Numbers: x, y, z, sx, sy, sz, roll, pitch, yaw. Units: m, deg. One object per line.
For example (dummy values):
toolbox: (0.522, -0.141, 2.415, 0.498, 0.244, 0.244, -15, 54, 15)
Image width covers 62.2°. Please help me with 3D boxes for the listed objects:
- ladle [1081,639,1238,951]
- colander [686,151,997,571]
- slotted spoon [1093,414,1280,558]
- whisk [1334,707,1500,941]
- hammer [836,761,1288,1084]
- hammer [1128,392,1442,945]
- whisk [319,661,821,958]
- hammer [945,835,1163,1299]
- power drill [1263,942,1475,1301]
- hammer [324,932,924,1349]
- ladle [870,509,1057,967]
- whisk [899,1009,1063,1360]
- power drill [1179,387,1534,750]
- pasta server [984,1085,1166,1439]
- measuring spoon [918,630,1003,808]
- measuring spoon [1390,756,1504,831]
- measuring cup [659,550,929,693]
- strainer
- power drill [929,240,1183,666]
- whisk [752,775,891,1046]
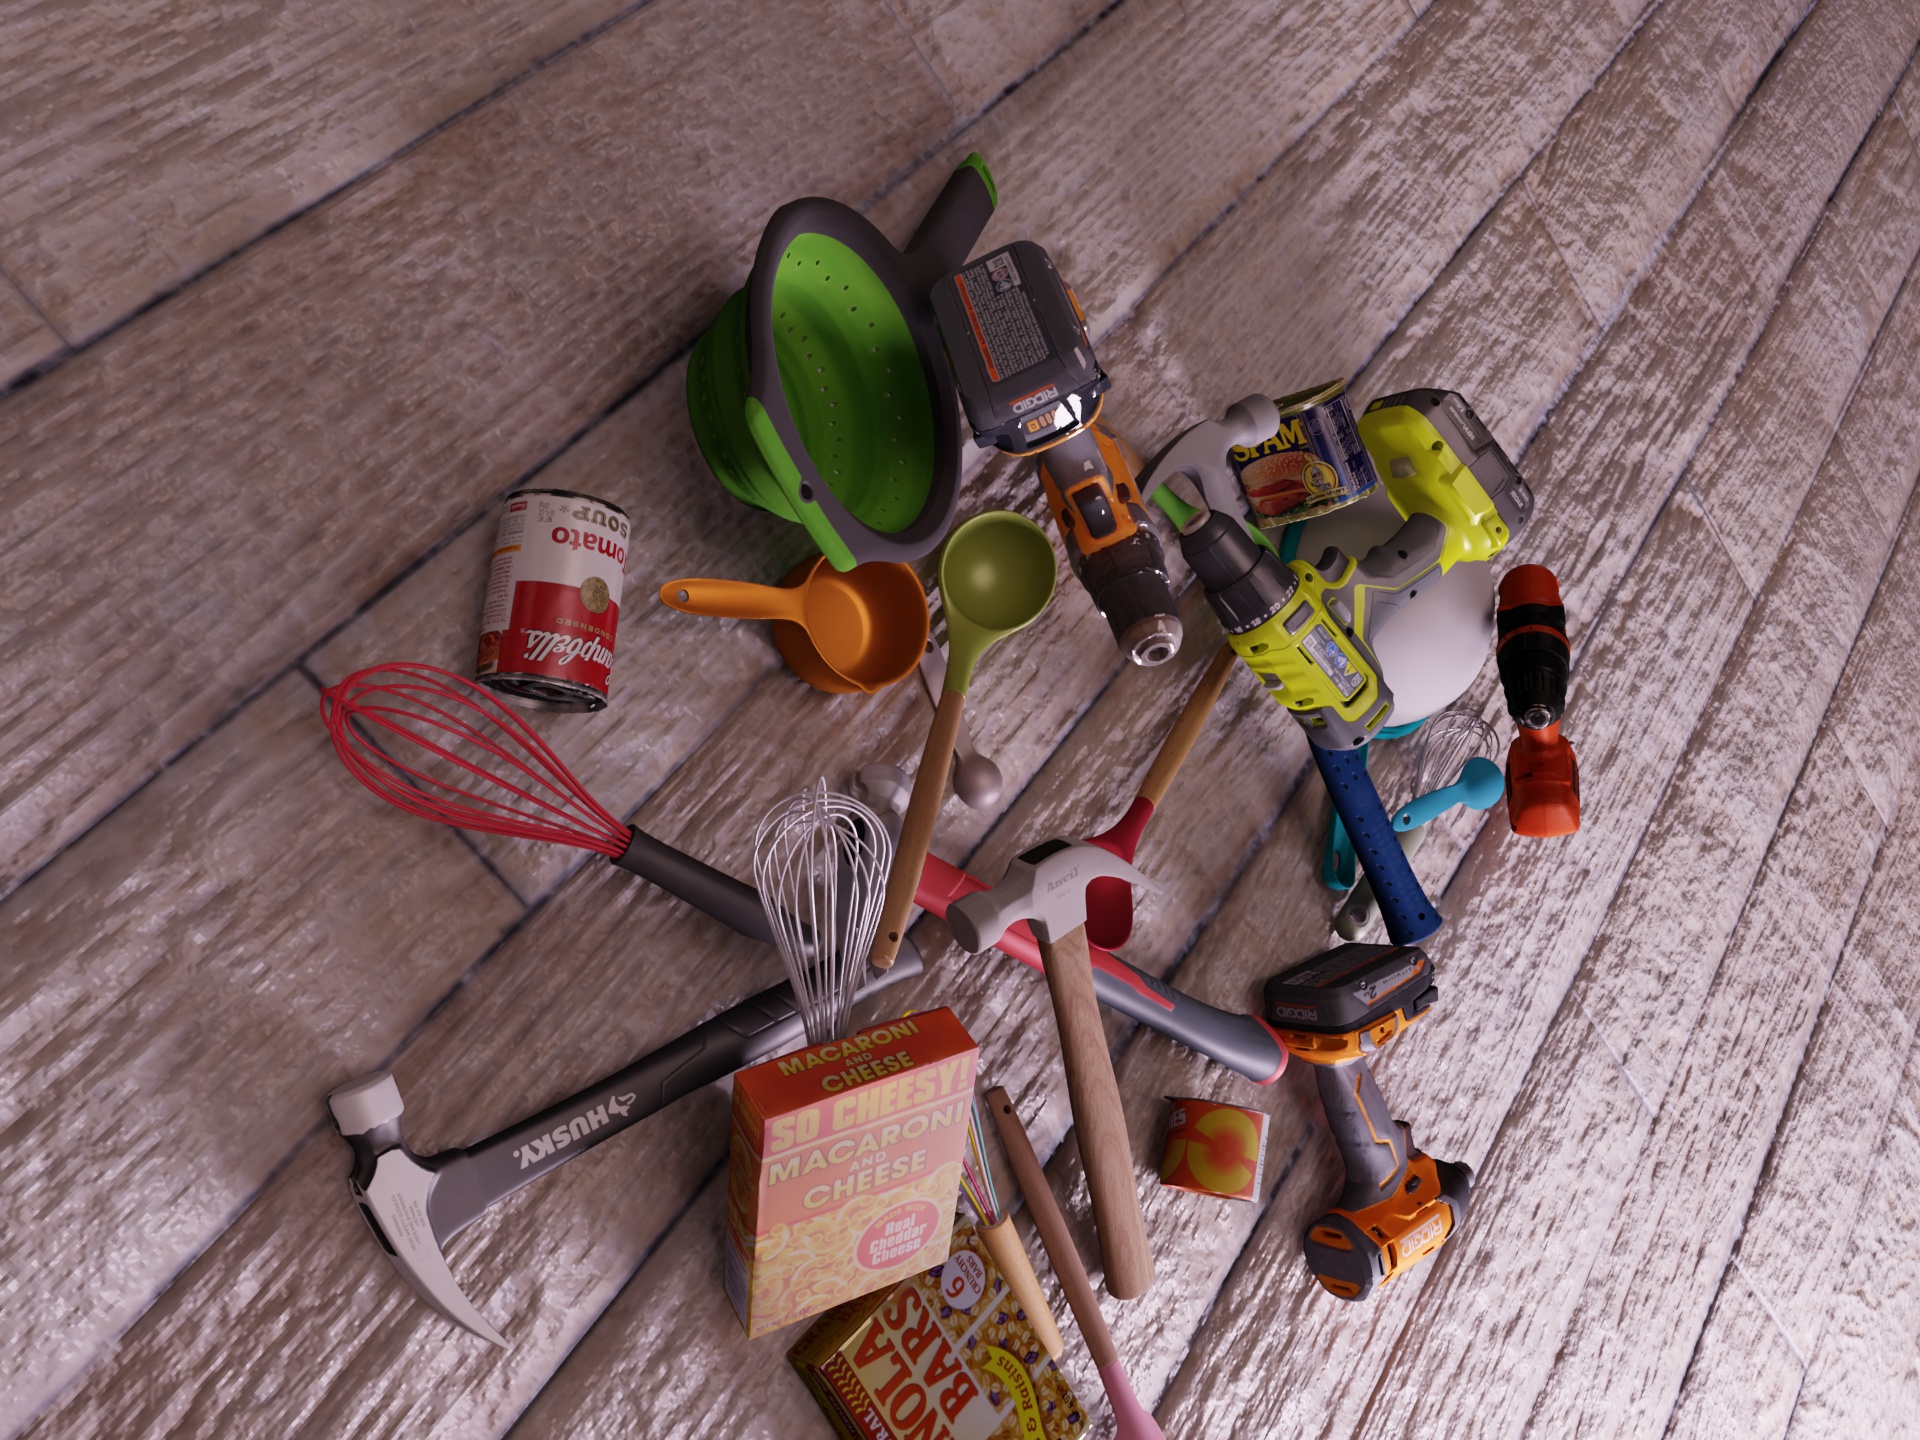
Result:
ladle: (0.132, 0.038, 1.062, 0.069, 0.031, 0.315, 48, 47, -13)
colander: (-0.066, -0.235, 0.957, 0.204, 0.094, 0.397, 59, 35, -32)
slotted spoon: (0.117, -0.184, 1.117, 0.313, 0.031, 0.070, 40, 61, -23)
whisk: (0.356, 0.078, 1.245, 0.058, 0.059, 0.246, 33, 62, 13)
hammer: (0.078, 0.167, 0.998, 0.386, 0.038, 0.143, 32, 40, -32)
hammer: (0.241, -0.021, 1.133, 0.144, 0.035, 0.405, -30, 100, -23)
whisk: (-0.189, 0.054, 0.815, 0.295, 0.073, 0.073, 33, 64, -27)
hammer: (0.080, 0.215, 0.950, 0.130, 0.031, 0.331, -29, 120, -29)
power drill: (0.305, 0.280, 1.150, 0.164, 0.084, 0.226, -15, 96, -38)
hammer: (-0.151, 0.192, 0.846, 0.335, 0.035, 0.146, -23, 96, -37)
ladle: (-0.004, 0.001, 0.929, 0.078, 0.062, 0.320, 29, 50, -18)
whisk: (0.008, 0.282, 0.947, 0.051, 0.047, 0.245, -22, 103, 2)
power drill: (0.267, -0.120, 1.086, 0.228, 0.080, 0.190, -46, 107, -14)
pasta server: (0.076, 0.375, 0.995, 0.060, 0.040, 0.316, -24, 93, -37)
measuring spoon: (-0.002, -0.003, 1.001, 0.034, 0.018, 0.124, -26, 97, -37)
measuring spoon: (0.377, 0.061, 1.218, 0.128, 0.021, 0.042, -19, 101, -34)
measuring cup: (-0.102, -0.061, 0.915, 0.173, 0.052, 0.095, 3, 81, -35)
strainer: (0.337, -0.037, 1.214, 0.210, 0.095, 0.340, 25, 67, -32)
power drill: (0.069, -0.150, 0.957, 0.226, 0.084, 0.186, 53, 16, -52)
whisk: (-0.071, 0.156, 0.834, 0.070, 0.070, 0.284, -24, 127, -37)
